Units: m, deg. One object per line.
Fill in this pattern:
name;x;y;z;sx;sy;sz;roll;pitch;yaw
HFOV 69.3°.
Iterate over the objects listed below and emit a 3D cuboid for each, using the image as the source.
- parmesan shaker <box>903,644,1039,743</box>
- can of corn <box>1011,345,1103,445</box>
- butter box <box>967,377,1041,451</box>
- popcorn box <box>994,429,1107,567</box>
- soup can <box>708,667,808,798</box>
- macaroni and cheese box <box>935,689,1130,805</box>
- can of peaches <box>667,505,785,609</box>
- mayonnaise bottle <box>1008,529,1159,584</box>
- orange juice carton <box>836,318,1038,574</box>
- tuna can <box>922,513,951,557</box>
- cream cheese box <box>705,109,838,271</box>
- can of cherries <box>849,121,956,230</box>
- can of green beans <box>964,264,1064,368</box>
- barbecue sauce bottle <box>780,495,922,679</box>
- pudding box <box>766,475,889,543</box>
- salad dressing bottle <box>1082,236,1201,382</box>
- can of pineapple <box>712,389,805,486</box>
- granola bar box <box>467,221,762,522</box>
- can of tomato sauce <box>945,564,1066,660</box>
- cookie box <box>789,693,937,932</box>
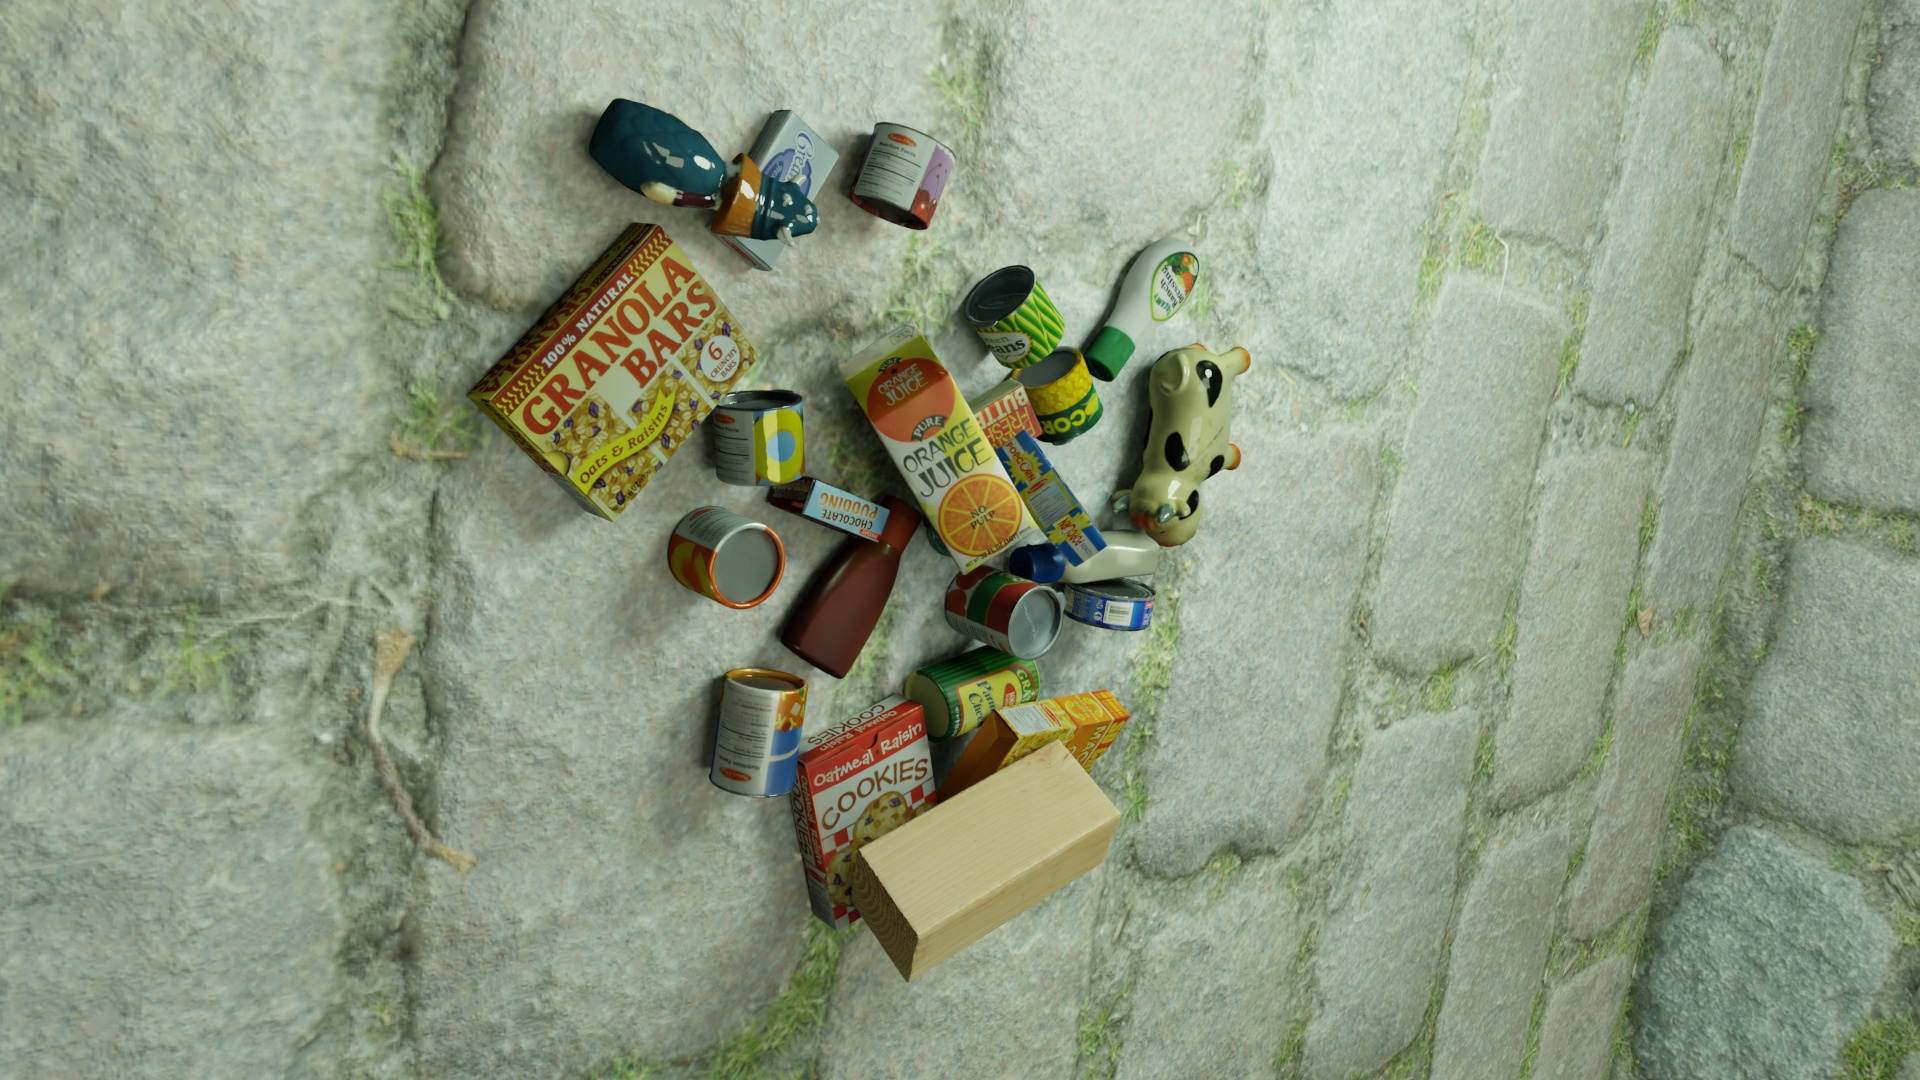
parmesan shaker;0.010;0.133;1.218;0.103;0.071;0.071;-17;114;-38
can of corn;0.083;-0.126;1.204;0.071;0.071;0.058;-44;127;-24
butter box;0.015;-0.089;1.164;0.104;0.024;0.053;-32;124;-12
popcorn box;0.077;-0.033;1.183;0.038;0.085;0.126;-34;158;6
soup can;-0.154;0.146;1.073;0.071;0.071;0.083;2;101;-43
macaroni and cheese box;0.065;0.199;1.261;0.167;0.040;0.123;-2;132;-48
can of peaches;-0.171;0.014;1.021;0.071;0.058;0.071;-14;111;-39
mayonnaise bottle;0.112;0.017;1.281;0.148;0.065;0.041;-7;109;-37
orange juice carton;-0.020;-0.075;1.094;0.072;0.073;0.192;-32;112;-2
tuna can;0.004;-0.015;1.190;0.071;0.033;0.070;-15;113;-39
cream cheese box;-0.134;-0.251;0.997;0.053;0.024;0.104;37;77;-43
can of cherries;-0.043;-0.273;1.047;0.071;0.071;0.058;22;88;-44
can of green beans;0.045;-0.185;1.153;0.071;0.071;0.057;-54;132;-16
barbecue sauce bottle;-0.082;0.034;1.119;0.064;0.044;0.149;42;73;-41
pudding box;-0.103;-0.027;1.077;0.083;0.050;0.030;23;85;-45
salad dressing bottle;0.164;-0.211;1.269;0.148;0.044;0.064;-54;133;-16
can of pineapple;-0.145;-0.076;1.011;0.071;0.071;0.057;-15;113;-39
granola bar box;-0.228;-0.114;0.942;0.166;0.039;0.124;-52;131;-18
can of tomato sauce;0.039;0.060;1.209;0.071;0.083;0.071;-15;113;-39
cookie box;-0.078;0.230;1.183;0.123;0.040;0.166;-24;118;-35
